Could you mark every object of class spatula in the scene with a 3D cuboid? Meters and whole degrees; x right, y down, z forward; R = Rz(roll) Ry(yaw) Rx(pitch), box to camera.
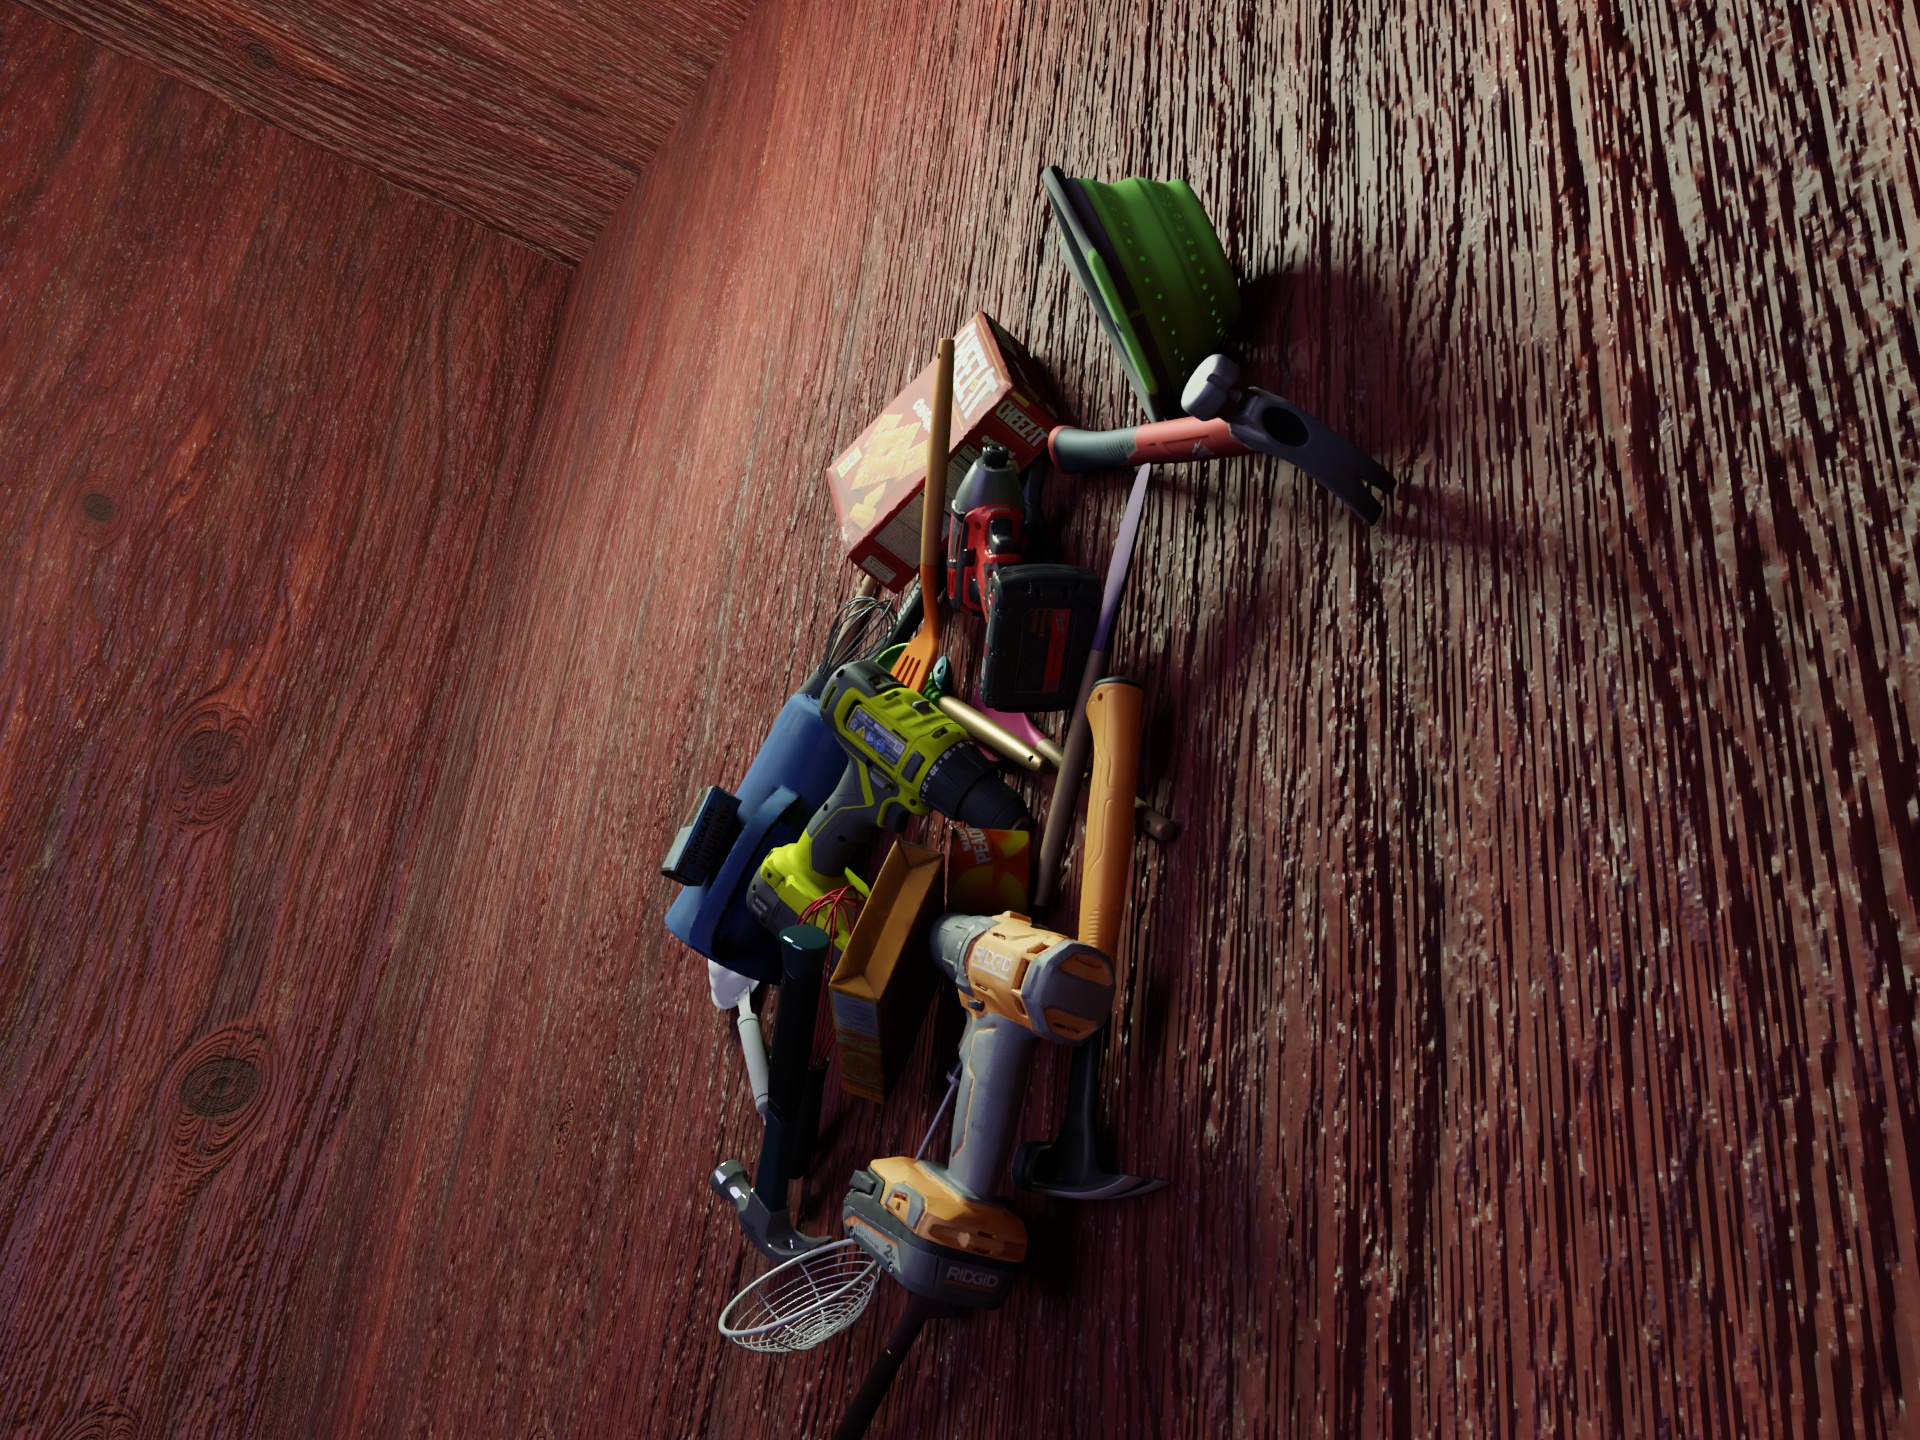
[{"bbox_3d":[0.092,-0.024,1.110,0.060,0.018,0.316,-134,58,-85],"label":"spatula"},{"bbox_3d":[-0.032,-0.153,1.321,0.081,0.041,0.322,-155,68,-64],"label":"spatula"},{"bbox_3d":[-0.158,-0.002,1.582,0.317,0.044,0.082,-66,21,2],"label":"spatula"}]

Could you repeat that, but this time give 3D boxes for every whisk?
[{"bbox_3d":[-0.123,-0.041,1.472,0.239,0.055,0.055,-47,34,45],"label":"whisk"},{"bbox_3d":[-0.110,0.249,1.237,0.073,0.073,0.295,-115,32,-54],"label":"whisk"}]

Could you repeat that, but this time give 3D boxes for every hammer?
[{"bbox_3d":[0.093,0.132,1.018,0.127,0.034,0.337,-21,58,56],"label":"hammer"},{"bbox_3d":[0.154,-0.186,1.113,0.038,0.143,0.386,-61,16,-1],"label":"hammer"},{"bbox_3d":[-0.134,0.284,1.205,0.128,0.033,0.330,40,133,37],"label":"hammer"},{"bbox_3d":[-0.078,-0.055,1.483,0.334,0.035,0.146,-56,31,24],"label":"hammer"}]

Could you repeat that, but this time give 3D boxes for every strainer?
[{"bbox_3d":[-0.198,0.272,1.470,0.087,0.050,0.259,-44,37,15],"label":"strainer"}]

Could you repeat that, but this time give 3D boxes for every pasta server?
[{"bbox_3d":[-0.048,0.451,1.089,0.316,0.040,0.060,-64,28,19],"label":"pasta server"}]

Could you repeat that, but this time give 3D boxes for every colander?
[{"bbox_3d":[0.140,-0.357,1.235,0.094,0.204,0.397,-25,22,8],"label":"colander"}]

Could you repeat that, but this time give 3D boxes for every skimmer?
[{"bbox_3d":[-0.054,0.295,1.136,0.363,0.090,0.127,-63,-4,6],"label":"skimmer"}]

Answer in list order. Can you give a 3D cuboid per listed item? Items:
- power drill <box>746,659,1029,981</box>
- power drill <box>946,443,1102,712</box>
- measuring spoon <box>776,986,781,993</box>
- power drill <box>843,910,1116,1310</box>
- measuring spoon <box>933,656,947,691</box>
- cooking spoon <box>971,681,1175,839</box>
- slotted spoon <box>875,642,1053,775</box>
[{"bbox_3d":[-0.059,0.092,1.250,0.191,0.080,0.228,39,115,23],"label":"power drill"},{"bbox_3d":[0.038,-0.113,1.230,0.220,0.078,0.143,-111,23,-55],"label":"power drill"},{"bbox_3d":[-0.160,0.252,1.433,0.034,0.018,0.124,-61,28,16],"label":"measuring spoon"},{"bbox_3d":[0.002,0.231,1.012,0.185,0.084,0.226,9,78,62],"label":"power drill"},{"bbox_3d":[-0.019,-0.002,1.366,0.042,0.021,0.129,-31,36,40],"label":"measuring spoon"},{"bbox_3d":[0.073,0.028,1.169,0.319,0.017,0.068,36,116,62],"label":"cooking spoon"},{"bbox_3d":[-0.002,-0.004,1.287,0.070,0.031,0.314,-58,29,0],"label":"slotted spoon"}]
